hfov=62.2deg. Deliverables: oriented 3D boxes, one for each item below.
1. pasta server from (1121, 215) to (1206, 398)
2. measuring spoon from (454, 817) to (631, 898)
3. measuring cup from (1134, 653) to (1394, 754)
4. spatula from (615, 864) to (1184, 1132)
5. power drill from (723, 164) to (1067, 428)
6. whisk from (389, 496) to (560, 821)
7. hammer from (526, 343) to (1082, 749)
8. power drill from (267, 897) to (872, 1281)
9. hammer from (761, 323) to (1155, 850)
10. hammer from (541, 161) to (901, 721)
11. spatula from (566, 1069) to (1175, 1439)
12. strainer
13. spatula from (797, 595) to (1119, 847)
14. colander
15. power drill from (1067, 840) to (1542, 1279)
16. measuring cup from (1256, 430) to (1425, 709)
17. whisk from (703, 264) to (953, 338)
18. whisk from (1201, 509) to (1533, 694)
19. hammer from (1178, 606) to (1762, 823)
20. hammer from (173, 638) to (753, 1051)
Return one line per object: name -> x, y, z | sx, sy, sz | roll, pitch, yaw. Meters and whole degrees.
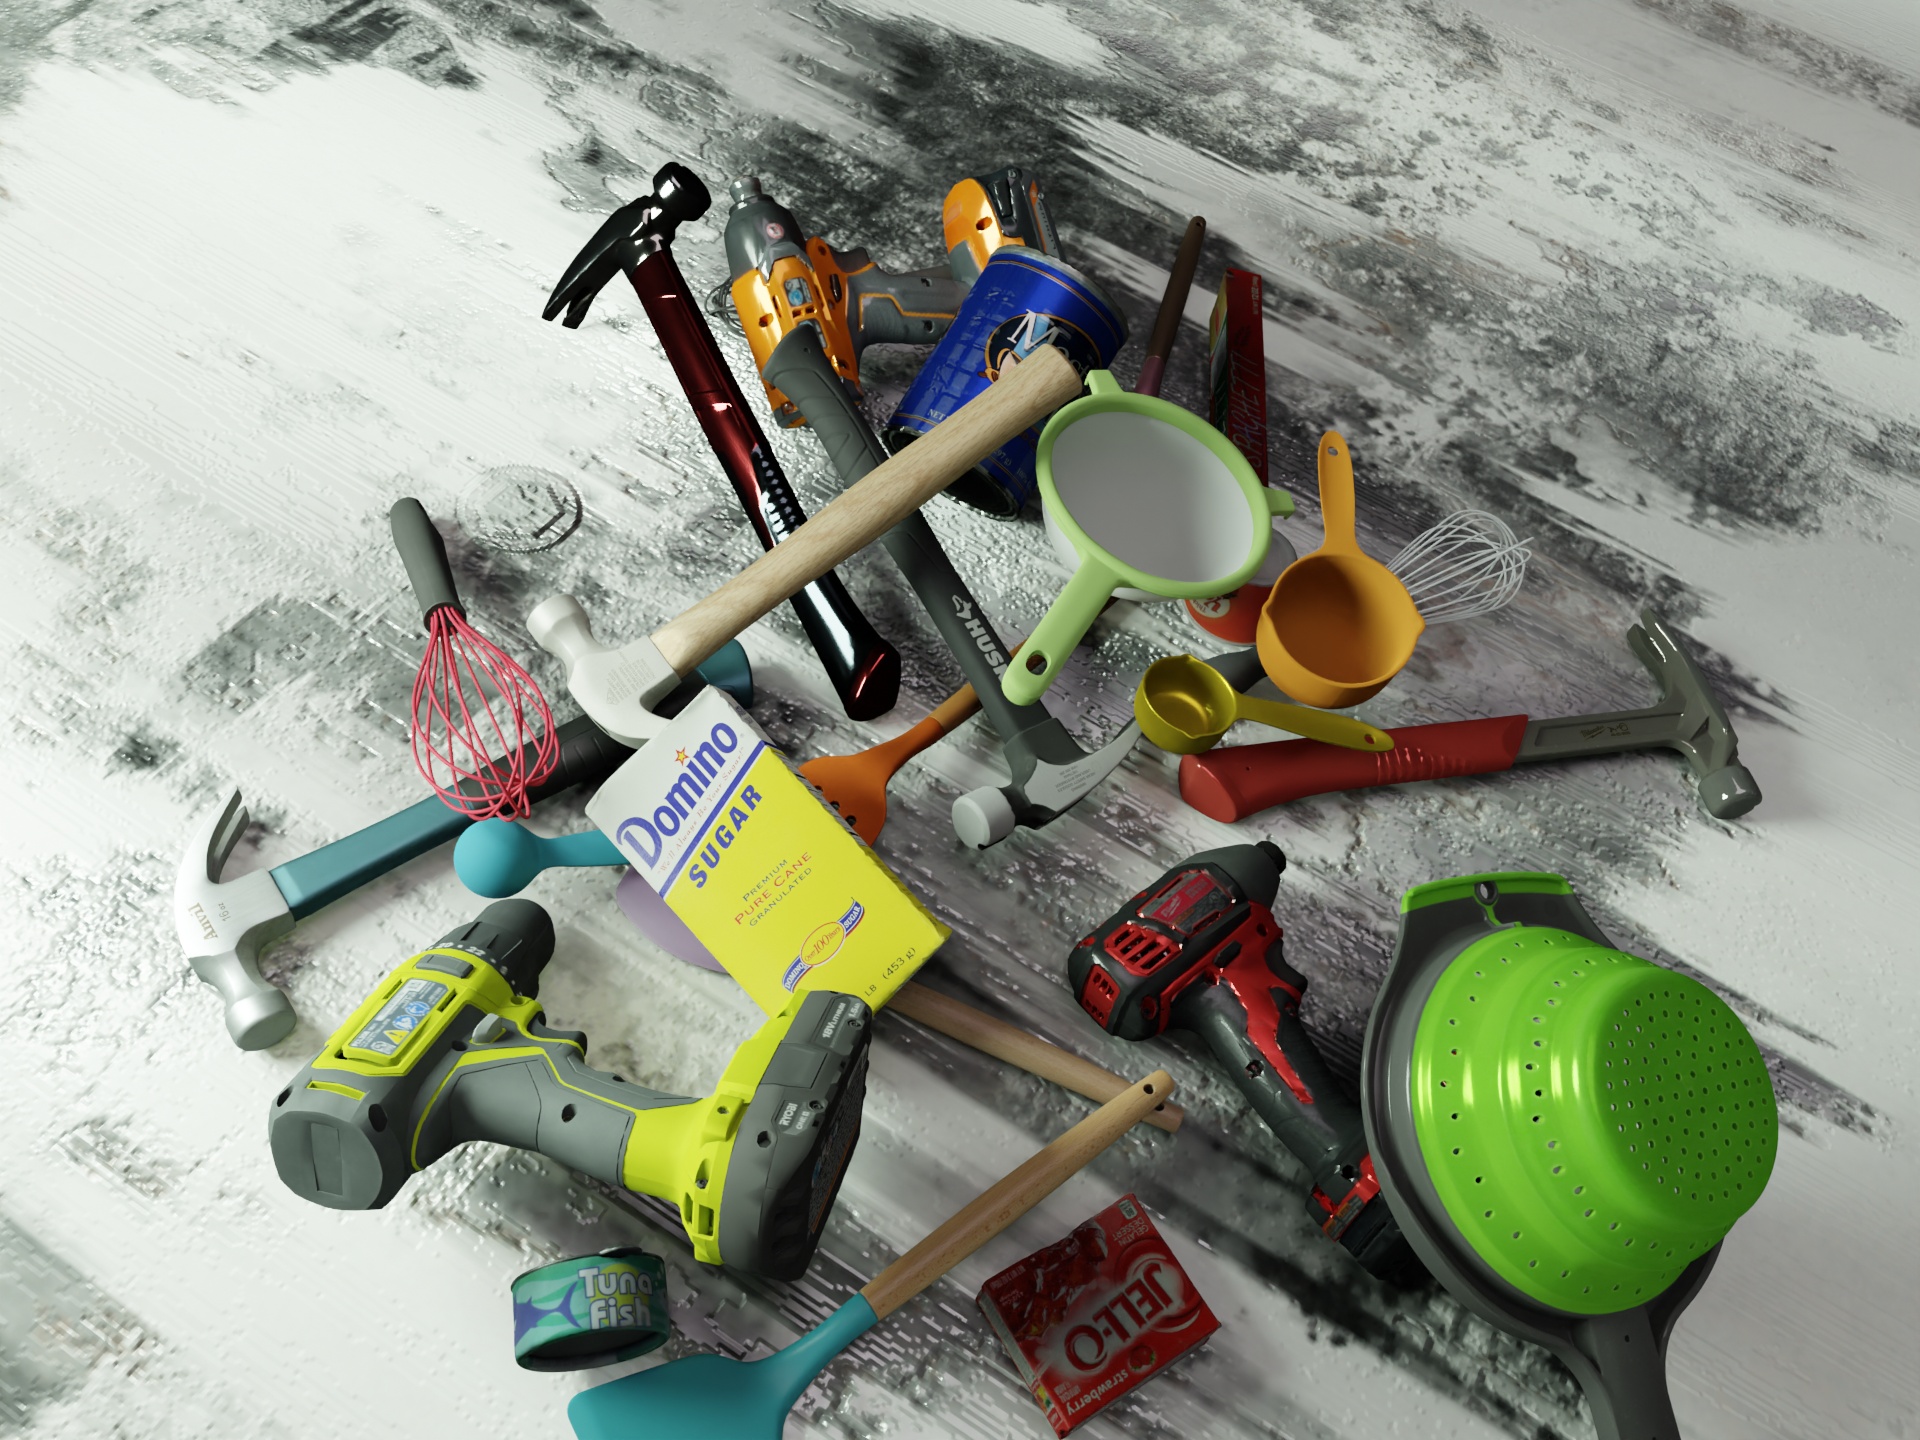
pasta server -> 0.149, -0.279, 1.151 | 0.060, 0.040, 0.316 | 25, 52, -7
measuring spoon -> -0.194, 0.064, 0.820 | 0.128, 0.021, 0.042 | -5, 73, -25
measuring cup -> 0.173, 0.004, 0.914 | 0.156, 0.029, 0.062 | 13, 51, -12
spatula -> -0.034, 0.142, 0.821 | 0.316, 0.018, 0.060 | 23, 57, 8
power drill -> -0.046, -0.302, 1.072 | 0.226, 0.084, 0.164 | -21, 94, -24
whisk -> -0.275, -0.044, 0.861 | 0.073, 0.073, 0.296 | -15, 41, -20
hammer -> -0.069, -0.100, 0.878 | 0.331, 0.031, 0.130 | -37, 74, -8
power drill -> -0.160, 0.154, 0.717 | 0.228, 0.080, 0.191 | 10, 25, 8
hammer -> -0.017, -0.093, 0.927 | 0.146, 0.035, 0.335 | -23, 76, -34
hammer -> -0.146, -0.159, 0.989 | 0.038, 0.143, 0.387 | 4, 54, -56
spatula -> -0.020, 0.248, 0.722 | 0.317, 0.044, 0.082 | -31, 62, -24
strainer -> 0.081, -0.085, 0.924 | 0.151, 0.069, 0.256 | 34, 54, 2
spatula -> -0.001, -0.003, 0.932 | 0.081, 0.041, 0.322 | 40, 53, 17
colander -> 0.304, 0.250, 0.689 | 0.204, 0.094, 0.397 | -2, 72, -24
power drill -> 0.176, 0.158, 0.813 | 0.143, 0.078, 0.220 | -34, 63, -29
measuring cup -> 0.221, -0.088, 0.953 | 0.095, 0.052, 0.174 | 4, 66, -3
whisk -> -0.066, -0.305, 1.128 | 0.239, 0.055, 0.055 | -13, 57, -23
whisk -> 0.245, -0.063, 1.001 | 0.284, 0.070, 0.070 | -24, 61, -18
hammer -> 0.302, 0.009, 0.967 | 0.359, 0.036, 0.149 | -6, 55, -14
hammer -> -0.250, 0.040, 0.849 | 0.331, 0.033, 0.128 | -29, 65, -27
